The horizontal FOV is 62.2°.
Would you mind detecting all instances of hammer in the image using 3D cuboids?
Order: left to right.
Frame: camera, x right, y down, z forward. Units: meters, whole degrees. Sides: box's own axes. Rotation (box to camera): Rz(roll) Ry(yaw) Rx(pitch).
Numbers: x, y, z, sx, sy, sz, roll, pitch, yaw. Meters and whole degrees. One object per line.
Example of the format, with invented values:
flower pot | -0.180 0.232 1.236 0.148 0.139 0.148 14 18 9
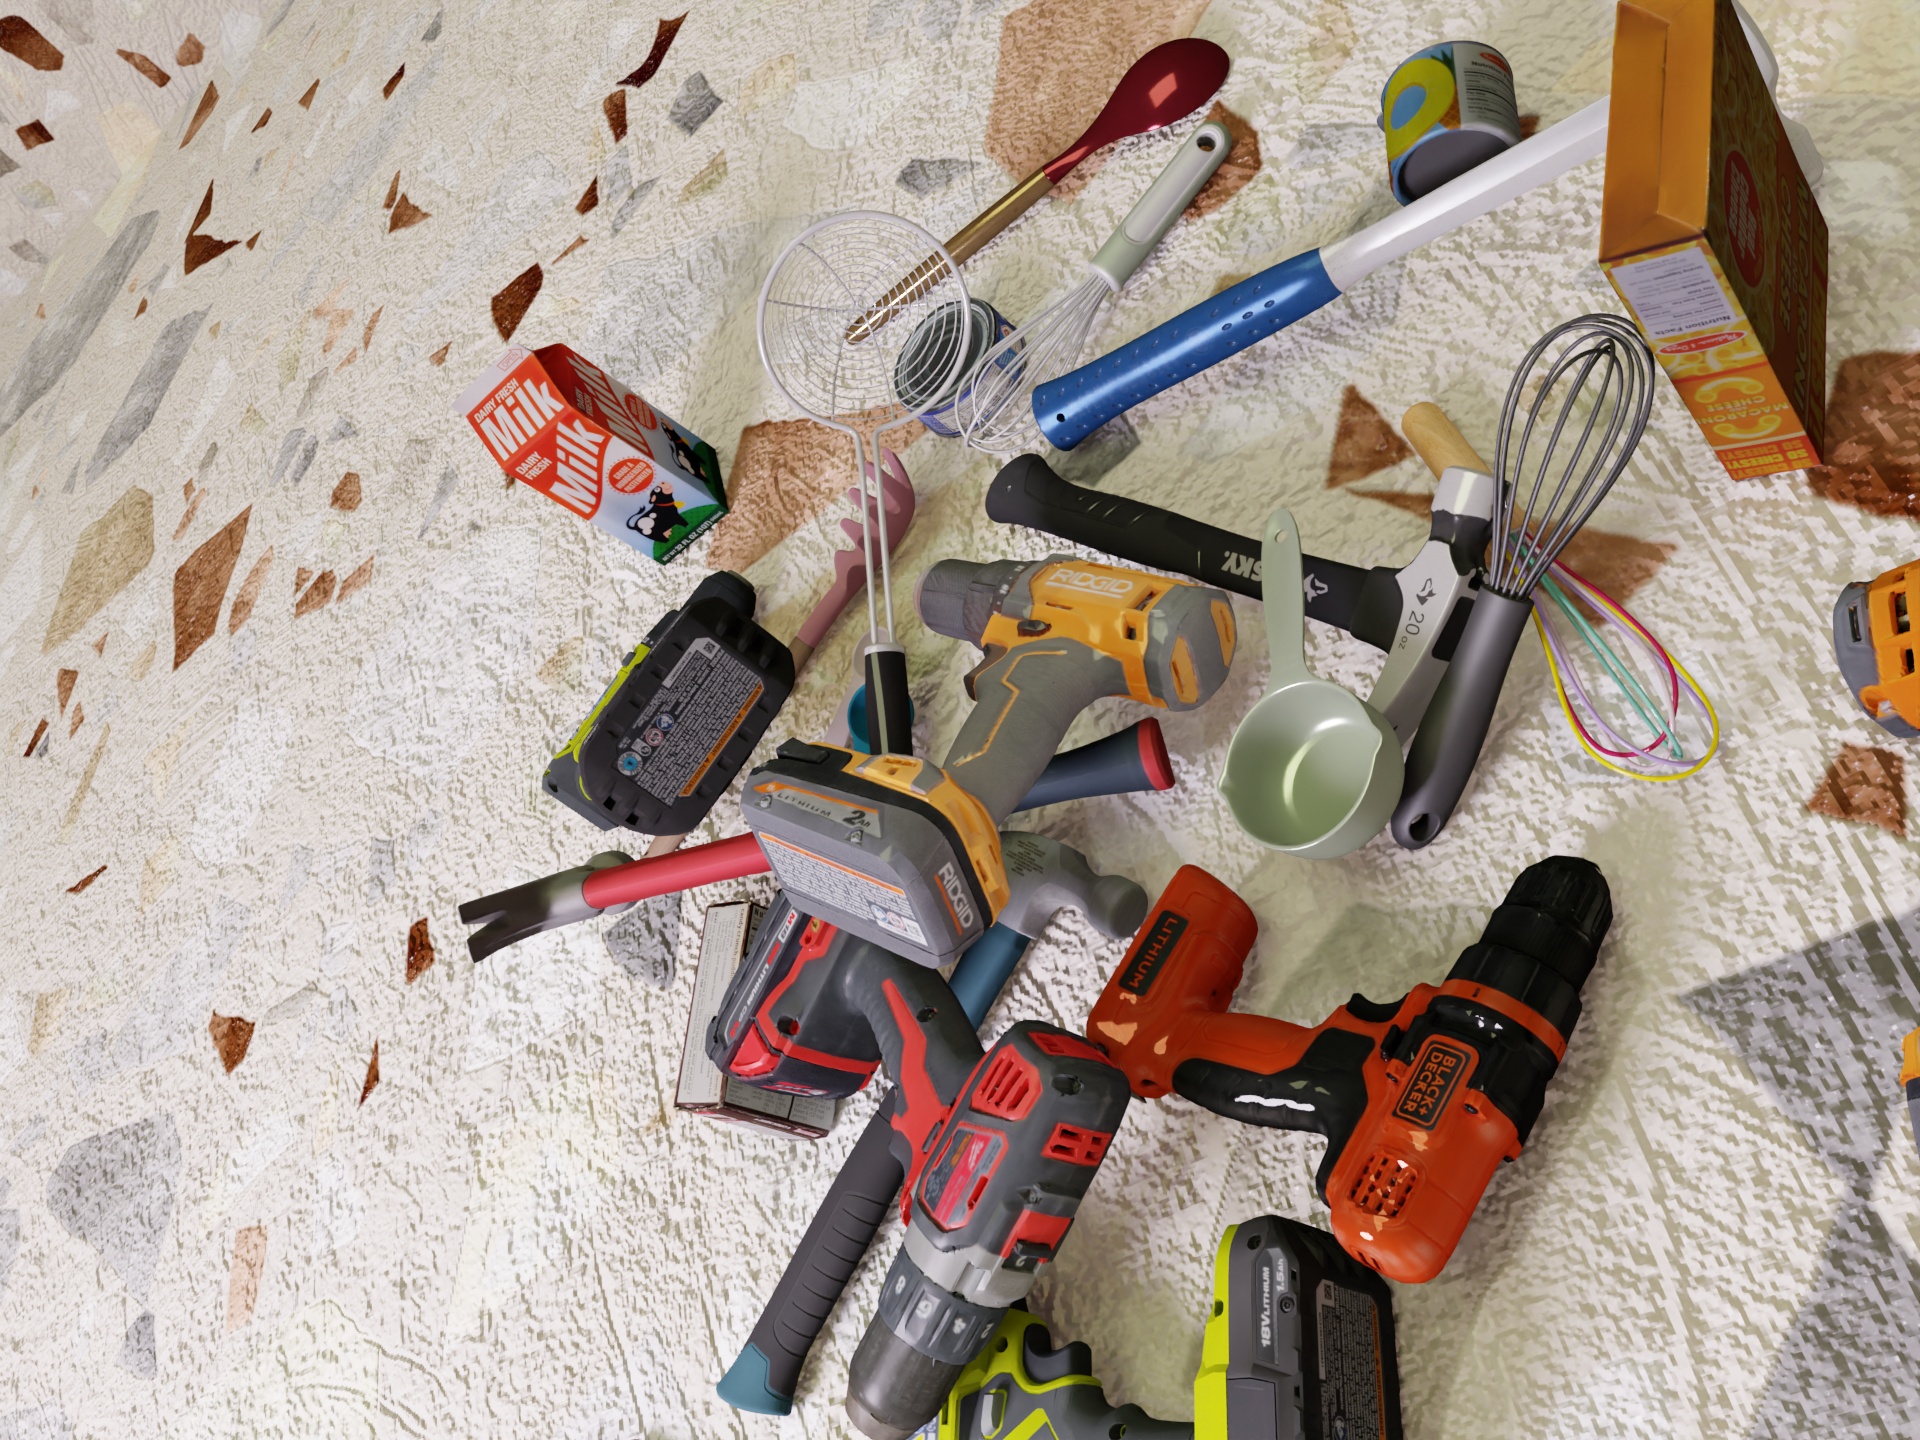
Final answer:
hammer | -0.077 0.063 0.836 0.386 0.143 0.038 -15 91 23
hammer | -0.030 0.206 0.813 0.128 0.033 0.331 26 87 45
hammer | 0.120 -0.082 0.821 0.335 0.035 0.146 27 102 50
hammer | 0.196 -0.240 0.808 0.405 0.144 0.035 -21 21 40

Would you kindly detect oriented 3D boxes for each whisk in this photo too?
whisk | 0.081 -0.261 0.957 0.058 0.059 0.246 39 92 7
whisk | 0.225 -0.052 0.664 0.055 0.055 0.239 38 120 46
whisk | 0.252 -0.065 0.704 0.047 0.051 0.245 -43 43 24

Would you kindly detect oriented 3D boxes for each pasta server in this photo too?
pasta server | -0.121 -0.032 1.018 0.316 0.040 0.060 -55 23 6

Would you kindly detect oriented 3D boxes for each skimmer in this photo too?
skimmer | -0.045 -0.106 0.906 0.090 0.127 0.363 126 140 -73

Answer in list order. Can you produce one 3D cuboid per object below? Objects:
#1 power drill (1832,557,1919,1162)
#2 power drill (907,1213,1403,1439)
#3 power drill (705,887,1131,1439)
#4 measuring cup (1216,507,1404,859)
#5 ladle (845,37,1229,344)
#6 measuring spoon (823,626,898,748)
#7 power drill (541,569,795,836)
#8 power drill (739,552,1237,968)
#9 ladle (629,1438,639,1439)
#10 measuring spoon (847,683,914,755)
power drill | 0.371 0.029 0.494 0.164 0.084 0.227 -31 46 55
power drill | 0.063 0.279 0.663 0.223 0.080 0.171 -19 55 37
power drill | -0.033 0.186 0.724 0.227 0.080 0.188 36 101 52
measuring cup | 0.156 -0.017 0.708 0.083 0.038 0.168 -22 56 39
ladle | 0.039 -0.345 1.054 0.315 0.031 0.069 -33 49 27
measuring spoon | -0.066 0.002 0.971 0.034 0.018 0.124 23 91 47
power drill | -0.176 -0.016 0.982 0.190 0.080 0.228 -55 16 -9
power drill | -0.001 -0.002 0.761 0.185 0.084 0.226 17 50 41
ladle | -0.078 0.408 0.733 0.320 0.062 0.078 8 92 46
measuring spoon | -0.058 0.038 0.943 0.042 0.021 0.128 19 90 24
